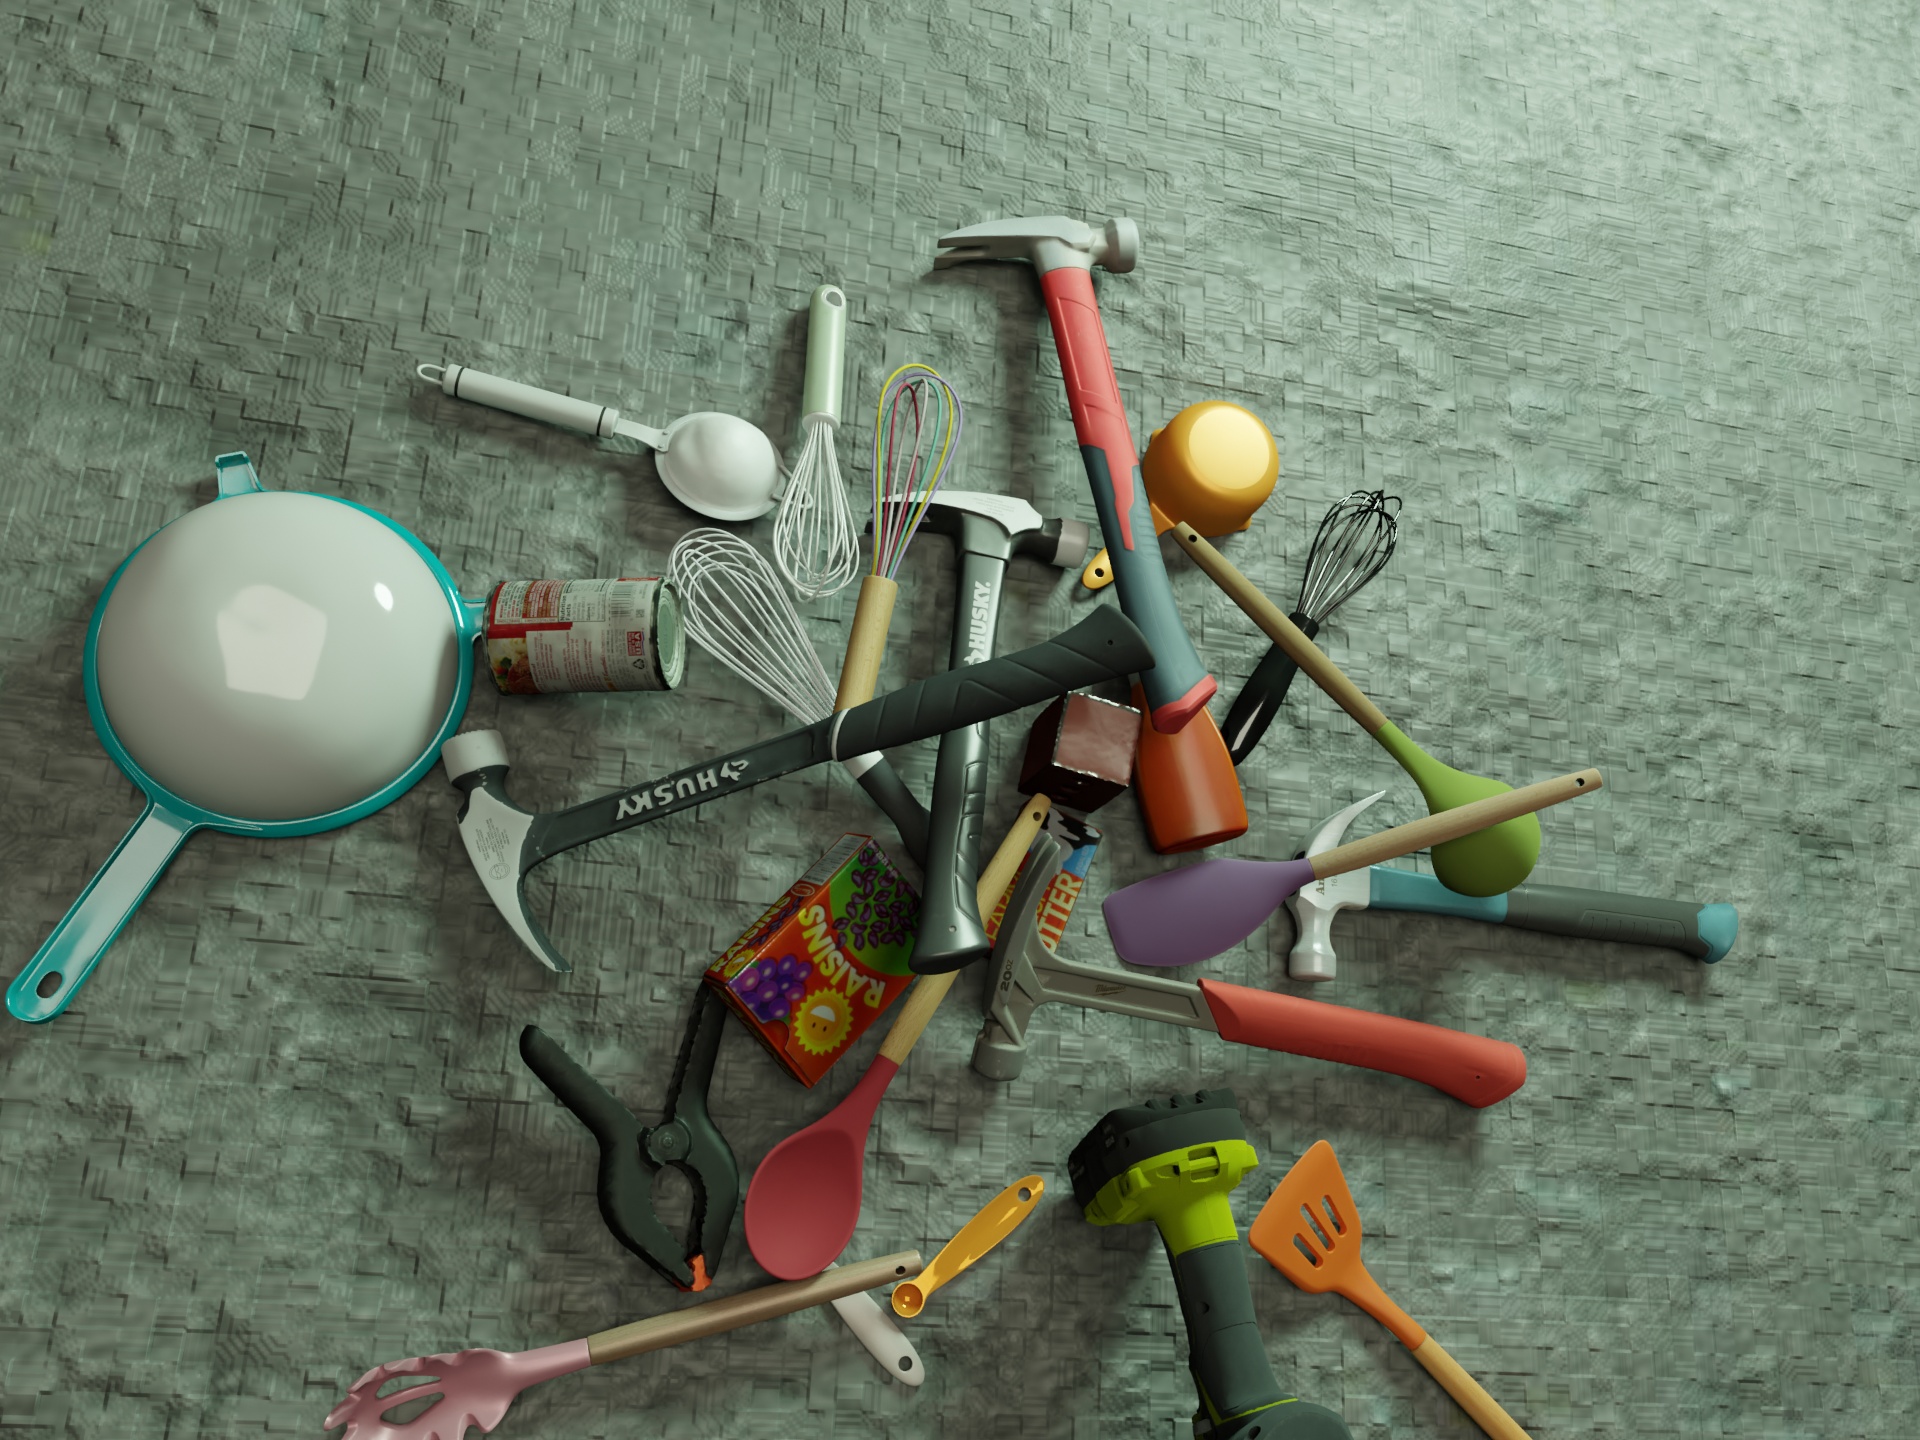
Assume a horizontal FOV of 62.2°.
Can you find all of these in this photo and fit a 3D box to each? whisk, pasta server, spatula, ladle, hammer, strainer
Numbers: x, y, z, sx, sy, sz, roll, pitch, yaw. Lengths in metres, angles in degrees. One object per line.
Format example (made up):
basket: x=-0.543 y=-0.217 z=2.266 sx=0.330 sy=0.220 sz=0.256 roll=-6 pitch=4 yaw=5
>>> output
whisk: x=-0.081 y=-0.002 z=0.977 sx=0.070 sy=0.070 sz=0.284 roll=-40 pitch=91 yaw=-22
pasta server: x=-0.171 y=0.334 z=0.851 sx=0.316 sy=0.040 sz=0.060 roll=-11 pitch=95 yaw=-15
spatula: x=0.299 y=0.396 z=0.966 sx=0.322 sy=0.041 sz=0.081 roll=46 pitch=67 yaw=1
spatula: x=0.245 y=0.087 z=0.994 sx=0.316 sy=0.018 sz=0.060 roll=-19 pitch=78 yaw=6
ladle: x=-0.029 y=0.173 z=0.920 sx=0.069 sy=0.031 sz=0.315 roll=38 pitch=71 yaw=-18
hammer: x=-0.086 y=0.020 z=0.911 sx=0.409 sy=0.036 sz=0.149 roll=-18 pitch=80 yaw=1
ladle: x=0.252 y=-0.011 z=1.042 sx=0.078 sy=0.062 sz=0.320 roll=-43 pitch=82 yaw=-9
whisk: x=0.236 y=-0.065 z=1.084 sx=0.055 sy=0.055 sz=0.239 roll=34 pitch=73 yaw=-3
whisk: x=-0.048 y=-0.106 z=0.968 sx=0.051 sy=0.047 sz=0.245 roll=4 pitch=74 yaw=29
hammer: x=0.083 y=-0.170 z=1.044 sx=0.143 sy=0.038 sz=0.387 roll=-6 pitch=67 yaw=-10
hammer: x=-0.002 y=-0.003 z=0.970 sx=0.146 sy=0.035 sz=0.335 roll=12 pitch=58 yaw=-10
hammer: x=0.375 y=0.126 z=1.071 sx=0.331 sy=0.033 sz=0.128 roll=8 pitch=73 yaw=-13
strainer: x=-0.215 y=-0.186 z=1.004 sx=0.258 sy=0.050 sz=0.087 roll=15 pitch=55 yaw=-7
strainer: x=-0.410 y=0.006 z=0.863 sx=0.211 sy=0.095 sz=0.340 roll=29 pitch=67 yaw=-5
hammer: x=0.191 y=0.176 z=0.983 sx=0.359 sy=0.037 sz=0.149 roll=13 pitch=100 yaw=-15
whisk: x=-0.090 y=-0.183 z=1.021 sx=0.057 sy=0.059 sz=0.247 roll=15 pitch=59 yaw=-26

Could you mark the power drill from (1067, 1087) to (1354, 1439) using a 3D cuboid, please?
power drill: x=0.131 y=0.338 z=0.878 sx=0.080 sy=0.190 sz=0.229 roll=-6 pitch=61 yaw=-17

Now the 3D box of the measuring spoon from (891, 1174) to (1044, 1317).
measuring spoon: x=0.005 y=0.306 z=0.932 sx=0.117 sy=0.011 sz=0.021 roll=-35 pitch=84 yaw=-25

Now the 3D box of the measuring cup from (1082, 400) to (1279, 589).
measuring cup: x=0.147 y=-0.150 z=1.081 sx=0.095 sy=0.052 sz=0.173 roll=46 pitch=66 yaw=2

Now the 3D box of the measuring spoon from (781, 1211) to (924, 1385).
measuring spoon: x=-0.061 y=0.328 z=0.901 sx=0.034 sy=0.018 sz=0.124 roll=-41 pitch=88 yaw=-22
